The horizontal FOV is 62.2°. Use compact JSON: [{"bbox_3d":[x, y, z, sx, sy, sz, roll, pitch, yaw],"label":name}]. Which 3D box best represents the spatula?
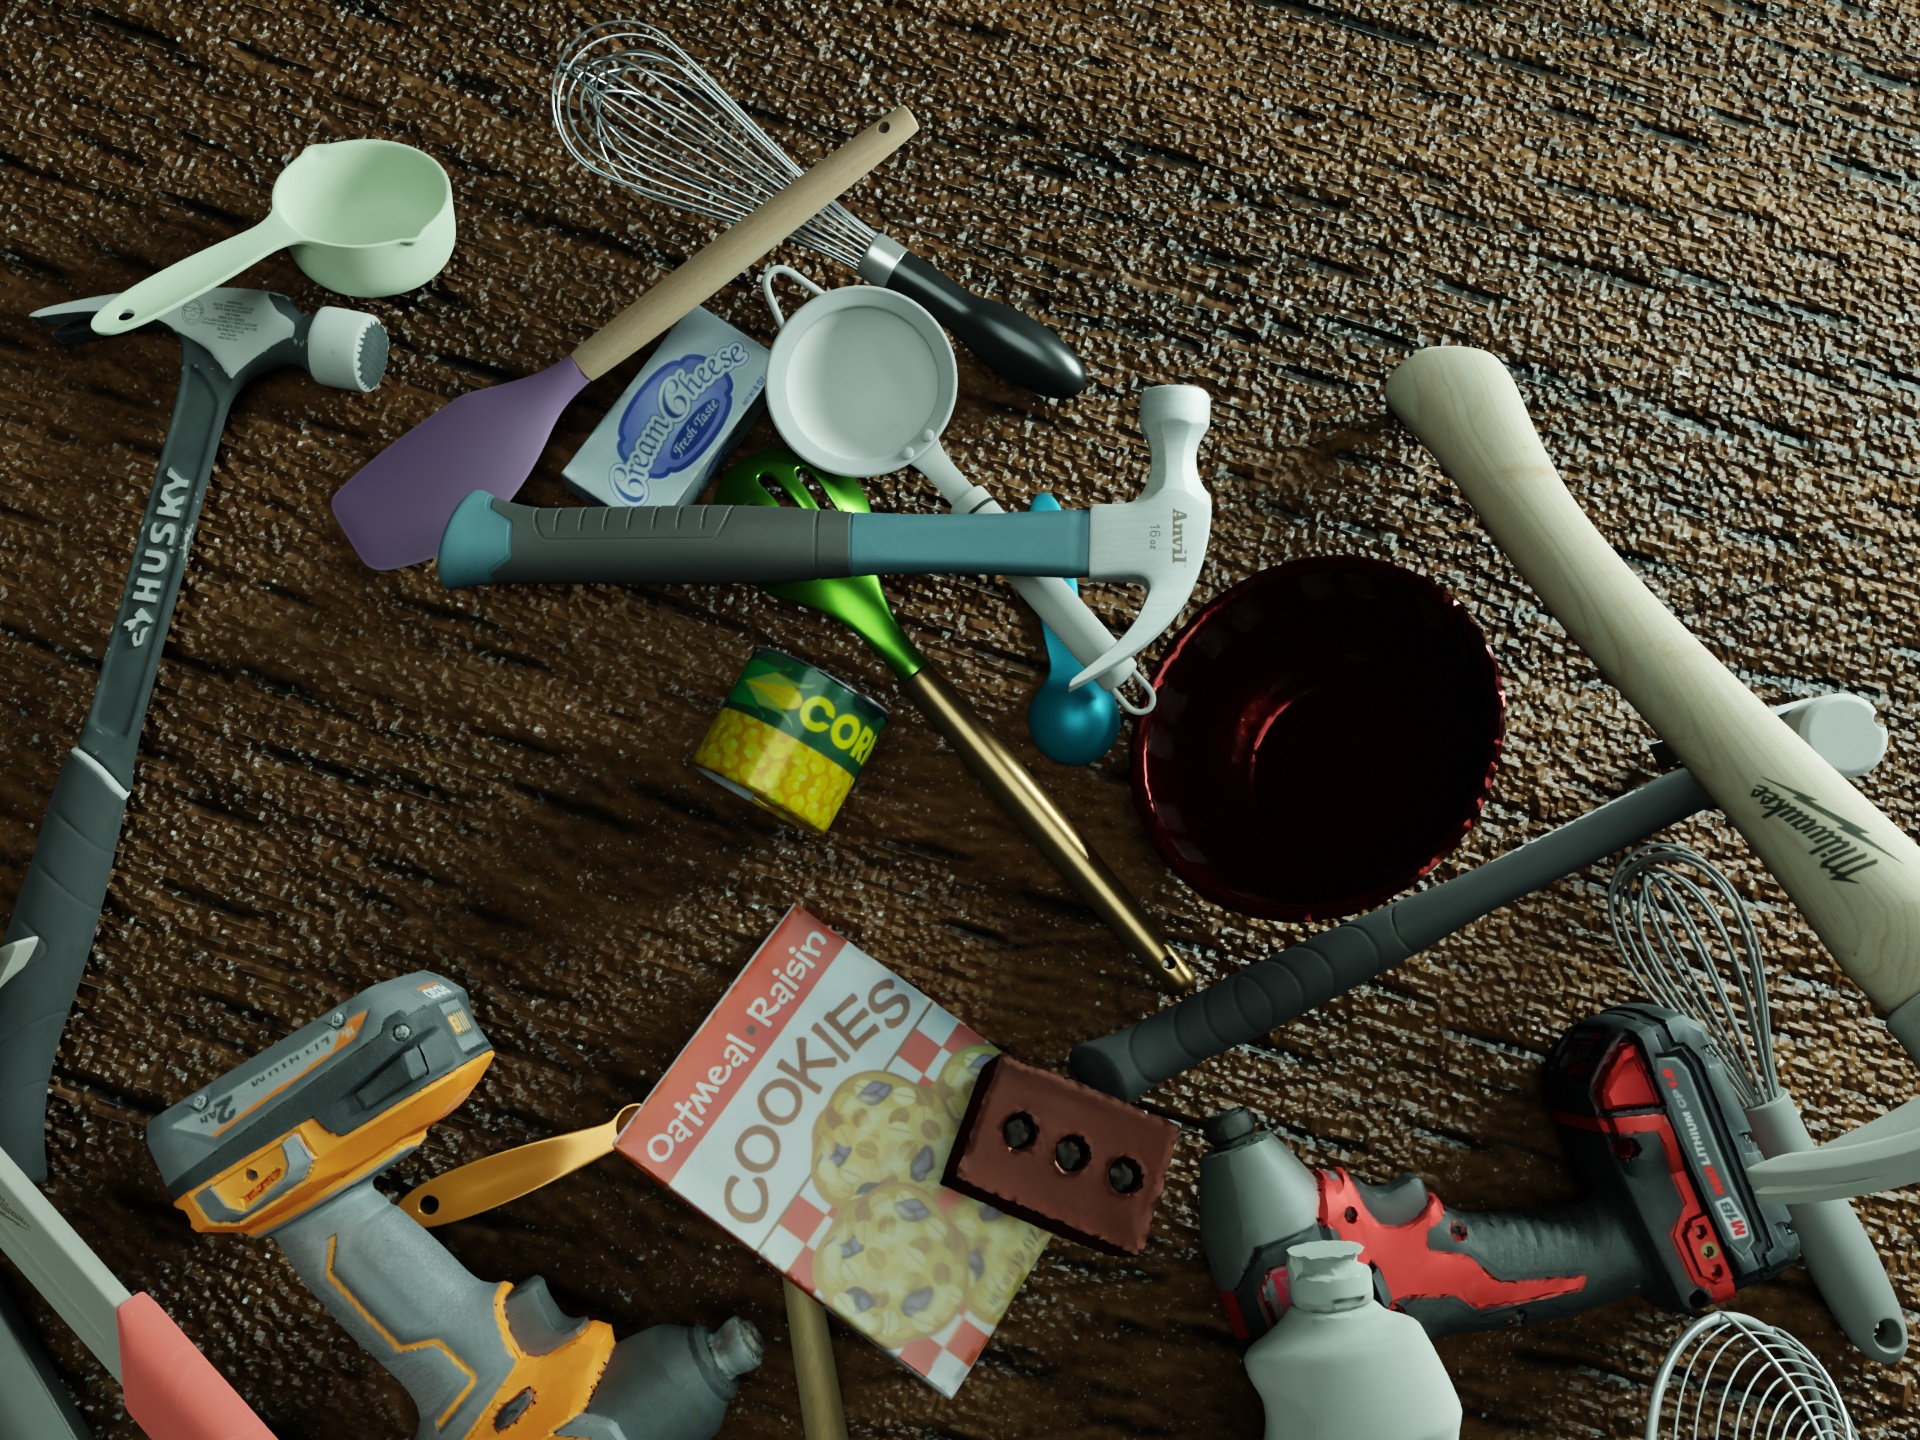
[{"bbox_3d":[-0.148,-0.171,0.709,0.316,0.018,0.060,-36,80,4],"label":"spatula"}]

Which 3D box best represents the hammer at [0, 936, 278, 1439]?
[{"bbox_3d":[-0.269,0.248,0.573,0.359,0.037,0.149,44,110,8],"label":"hammer"}]

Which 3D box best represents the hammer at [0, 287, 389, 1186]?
[{"bbox_3d":[-0.370,0.001,0.685,0.149,0.036,0.409,11,79,1],"label":"hammer"}]

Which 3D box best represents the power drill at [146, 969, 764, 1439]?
[{"bbox_3d":[-0.192,0.215,0.624,0.164,0.084,0.226,-31,87,-3],"label":"power drill"}]

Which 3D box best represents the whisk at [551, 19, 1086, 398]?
[{"bbox_3d":[-0.063,-0.230,0.736,0.284,0.070,0.070,31,79,-2],"label":"whisk"}]

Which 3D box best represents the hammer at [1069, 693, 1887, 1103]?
[{"bbox_3d":[0.199,0.079,0.665,0.335,0.146,0.035,-27,83,2],"label":"hammer"}]

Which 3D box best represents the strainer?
[{"bbox_3d":[-0.001,-0.100,0.713,0.087,0.050,0.258,-40,82,0],"label":"strainer"}]

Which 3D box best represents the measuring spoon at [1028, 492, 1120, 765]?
[{"bbox_3d":[0.046,-0.044,0.721,0.042,0.021,0.129,-7,81,-4],"label":"measuring spoon"}]

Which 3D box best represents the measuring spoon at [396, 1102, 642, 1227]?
[{"bbox_3d":[-0.182,0.189,0.673,0.117,0.011,0.021,-20,83,-3],"label":"measuring spoon"}]

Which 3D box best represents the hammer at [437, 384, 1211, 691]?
[{"bbox_3d":[-0.060,-0.077,0.682,0.331,0.033,0.128,0,87,5],"label":"hammer"}]

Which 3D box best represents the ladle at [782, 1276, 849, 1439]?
[{"bbox_3d":[-0.039,0.364,0.623,0.078,0.062,0.320,-11,77,-4],"label":"ladle"}]

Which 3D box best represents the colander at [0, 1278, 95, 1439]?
[{"bbox_3d":[-0.308,0.360,0.584,0.204,0.094,0.397,-34,84,-9],"label":"colander"}]

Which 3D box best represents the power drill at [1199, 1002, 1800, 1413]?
[{"bbox_3d":[0.209,0.202,0.658,0.219,0.078,0.143,-20,80,-4],"label":"power drill"}]

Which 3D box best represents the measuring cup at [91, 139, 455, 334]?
[{"bbox_3d":[-0.299,-0.200,0.702,0.083,0.038,0.167,40,62,20],"label":"measuring cup"}]

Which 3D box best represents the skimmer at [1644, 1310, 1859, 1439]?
[{"bbox_3d":[0.195,0.344,0.652,0.363,0.090,0.127,-17,84,4],"label":"skimmer"}]

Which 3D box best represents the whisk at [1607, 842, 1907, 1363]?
[{"bbox_3d":[0.349,0.164,0.688,0.055,0.055,0.239,-24,86,-7],"label":"whisk"}]

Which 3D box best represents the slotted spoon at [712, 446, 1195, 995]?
[{"bbox_3d":[-0.001,-0.002,0.709,0.070,0.031,0.314,-39,85,-12],"label":"slotted spoon"}]

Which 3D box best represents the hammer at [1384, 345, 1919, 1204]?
[{"bbox_3d":[0.259,-0.018,0.611,0.146,0.038,0.411,-31,45,10],"label":"hammer"}]
